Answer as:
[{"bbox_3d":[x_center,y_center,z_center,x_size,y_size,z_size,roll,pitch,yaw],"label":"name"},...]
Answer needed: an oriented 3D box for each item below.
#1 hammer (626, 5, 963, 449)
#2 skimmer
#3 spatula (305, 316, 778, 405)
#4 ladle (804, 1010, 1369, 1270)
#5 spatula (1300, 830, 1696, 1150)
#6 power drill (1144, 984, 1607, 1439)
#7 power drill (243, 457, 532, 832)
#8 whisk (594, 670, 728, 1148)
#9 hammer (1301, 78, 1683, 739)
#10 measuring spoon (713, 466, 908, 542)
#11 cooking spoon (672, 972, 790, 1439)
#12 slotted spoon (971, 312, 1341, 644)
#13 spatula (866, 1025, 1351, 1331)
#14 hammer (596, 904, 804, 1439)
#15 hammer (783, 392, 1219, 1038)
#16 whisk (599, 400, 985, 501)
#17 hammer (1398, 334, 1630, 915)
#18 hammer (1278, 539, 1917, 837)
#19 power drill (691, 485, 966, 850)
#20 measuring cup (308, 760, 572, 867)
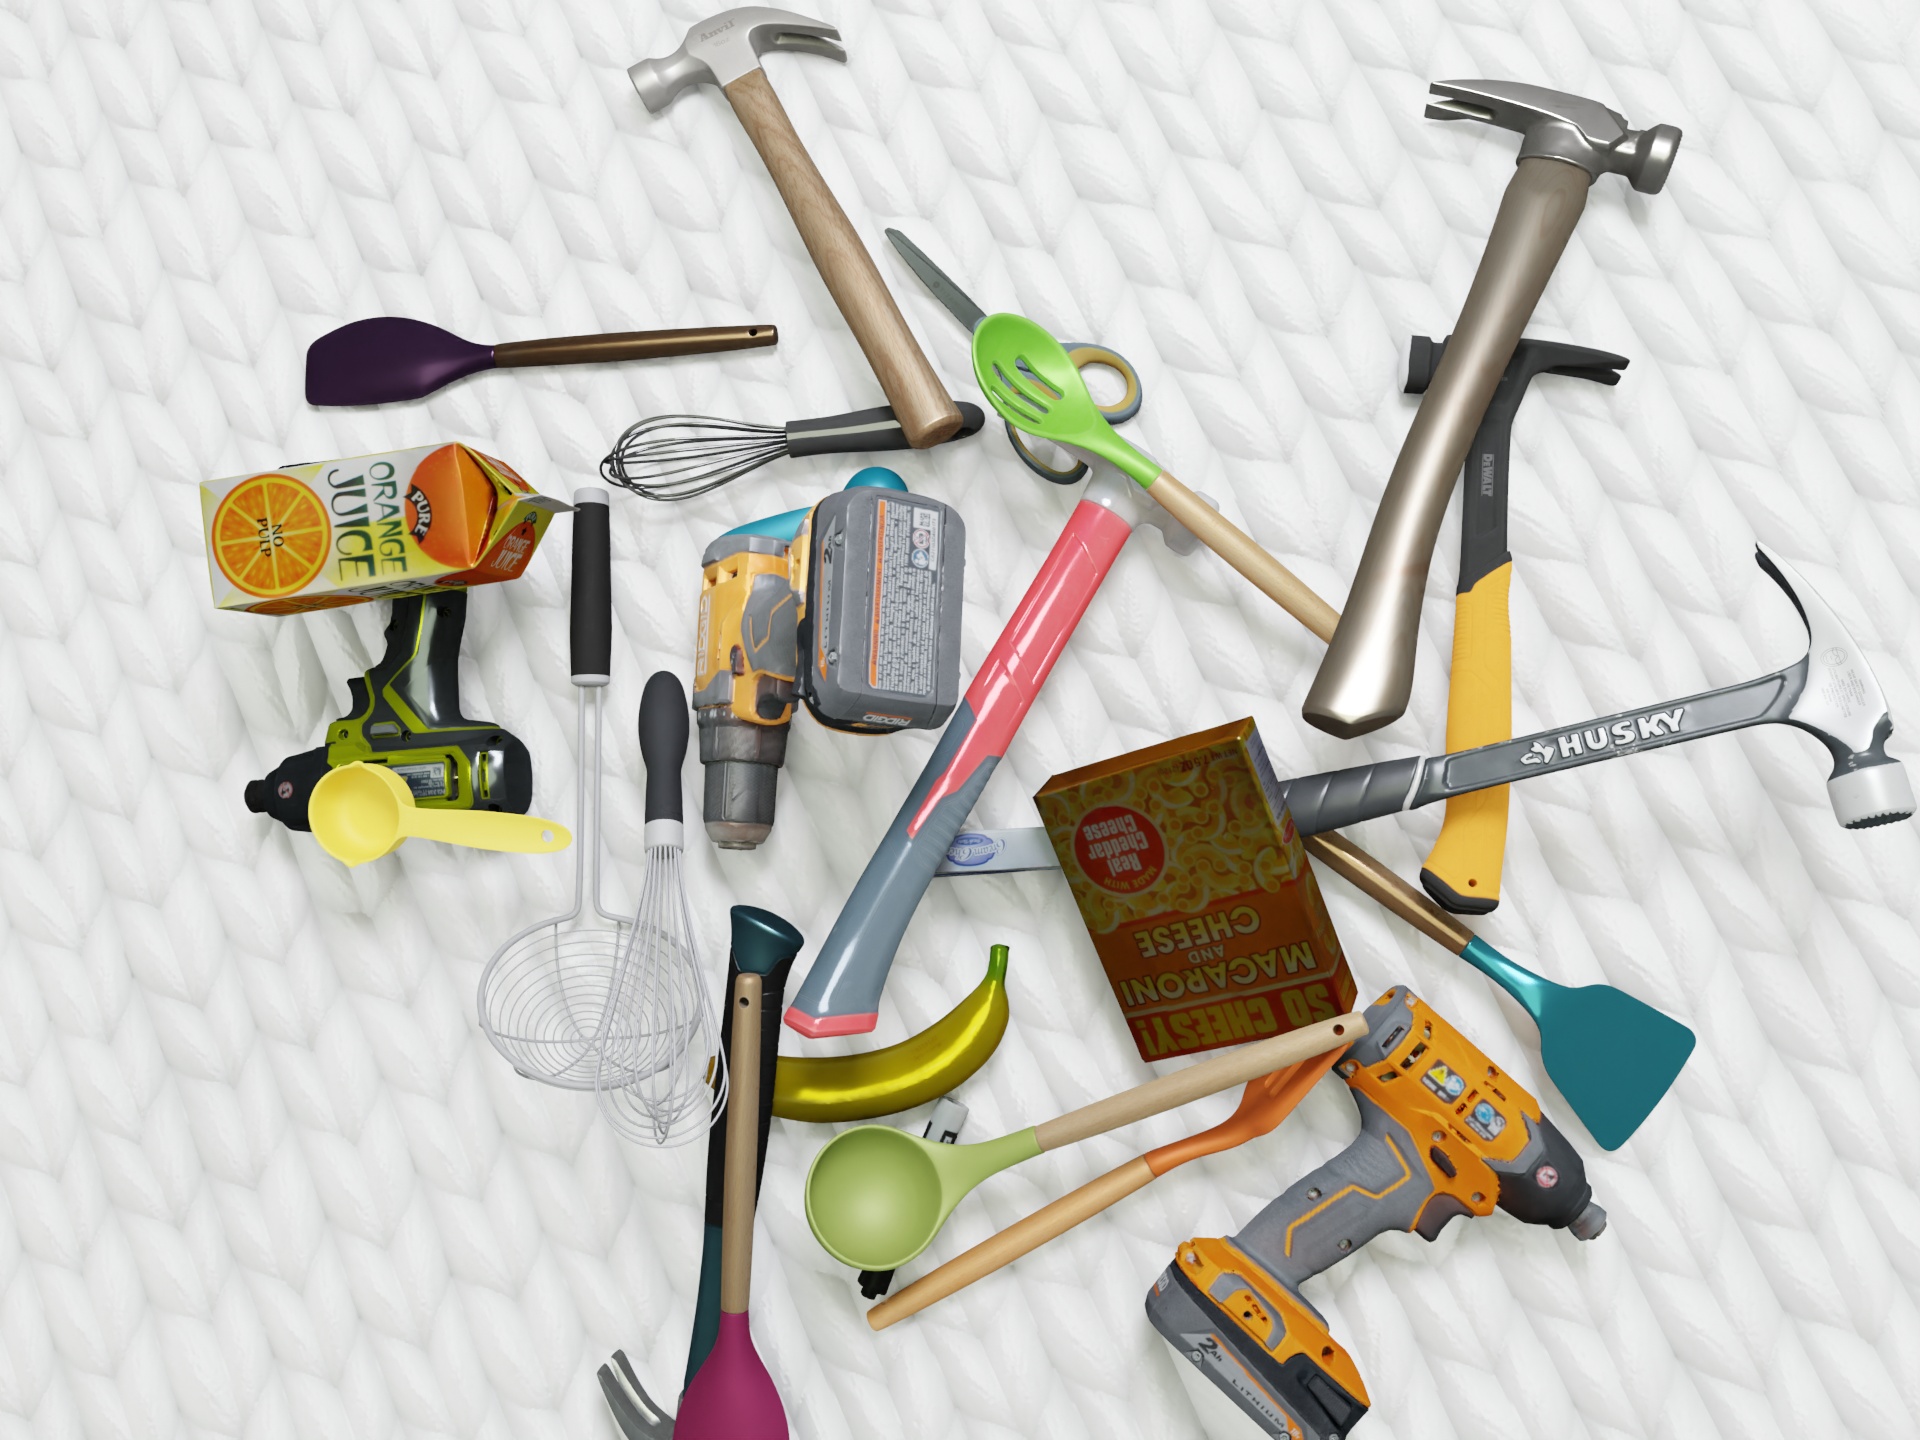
[{"bbox_3d":[-0.084,-0.309,0.982,0.130,0.031,0.331,-28,74,1],"label":"hammer"},{"bbox_3d":[-0.216,0.031,0.936,0.127,0.090,0.363,1,80,-16],"label":"skimmer"},{"bbox_3d":[-0.271,-0.237,1.017,0.316,0.018,0.060,-2,81,8],"label":"spatula"},{"bbox_3d":[0.063,0.215,0.850,0.320,0.062,0.078,-23,71,13],"label":"ladle"},{"bbox_3d":[0.262,0.113,0.901,0.318,0.044,0.082,37,88,15],"label":"spatula"},{"bbox_3d":[0.226,0.279,0.854,0.164,0.084,0.226,41,85,9],"label":"power drill"},{"bbox_3d":[-0.357,-0.042,0.973,0.171,0.080,0.223,-4,85,6],"label":"power drill"},{"bbox_3d":[-0.164,0.096,0.888,0.070,0.070,0.285,-8,61,6],"label":"whisk"},{"bbox_3d":[0.269,-0.182,0.892,0.146,0.038,0.411,21,76,15],"label":"hammer"},{"bbox_3d":[-0.095,-0.125,0.976,0.128,0.021,0.042,-17,80,3],"label":"measuring spoon"},{"bbox_3d":[-0.123,0.296,0.869,0.069,0.017,0.319,3,93,10],"label":"cooking spoon"},{"bbox_3d":[0.129,-0.118,0.902,0.314,0.031,0.070,39,57,0],"label":"slotted spoon"},{"bbox_3d":[0.081,0.254,0.891,0.322,0.081,0.041,-31,102,7],"label":"spatula"},{"bbox_3d":[-0.127,0.270,0.896,0.128,0.033,0.331,8,93,10],"label":"hammer"},{"bbox_3d":[-0.001,-0.003,0.888,0.143,0.038,0.386,31,74,-2],"label":"hammer"},{"bbox_3d":[-0.103,-0.170,0.976,0.239,0.055,0.055,-7,81,1],"label":"whisk"},{"bbox_3d":[0.303,-0.058,0.899,0.127,0.034,0.337,5,78,8],"label":"hammer"},{"bbox_3d":[0.262,0.024,0.850,0.409,0.036,0.149,-15,71,22],"label":"hammer"},{"bbox_3d":[-0.087,-0.024,0.875,0.084,0.226,0.185,7,81,-30],"label":"power drill"},{"bbox_3d":[-0.295,0.058,0.915,0.156,0.029,0.062,6,95,6],"label":"measuring cup"}]
